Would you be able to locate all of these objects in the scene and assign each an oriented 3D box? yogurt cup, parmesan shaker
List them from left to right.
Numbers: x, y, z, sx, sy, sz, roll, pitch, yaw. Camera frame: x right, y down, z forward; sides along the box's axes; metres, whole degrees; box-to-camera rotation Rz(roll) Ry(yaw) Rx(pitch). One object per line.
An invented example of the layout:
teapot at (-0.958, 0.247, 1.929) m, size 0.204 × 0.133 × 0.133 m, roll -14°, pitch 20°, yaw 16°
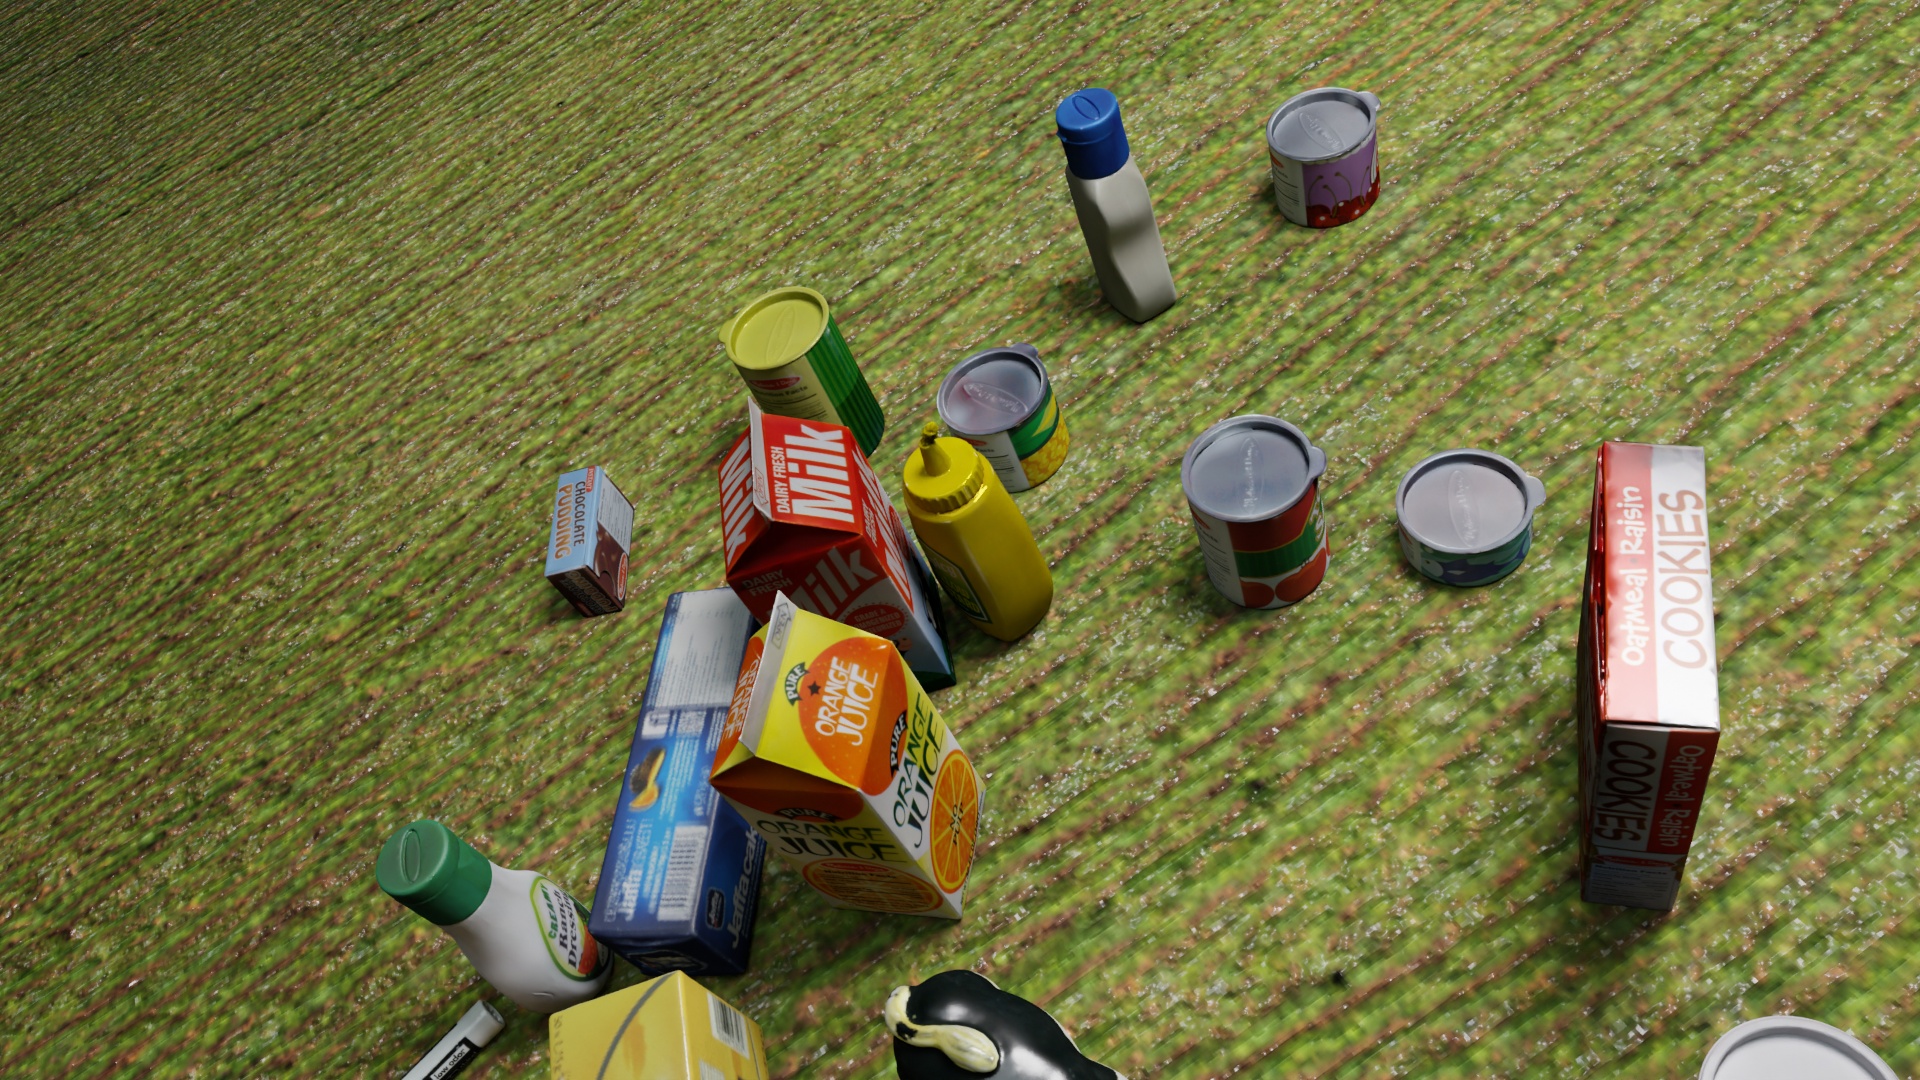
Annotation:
parmesan shaker at (-0.096, -0.097, 0.857) m, size 0.071 × 0.102 × 0.071 m, roll -10°, pitch 52°, yaw 14°
yogurt cup at (0.305, 0.215, 0.507) m, size 0.072 × 0.053 × 0.073 m, roll -10°, pitch 52°, yaw 13°

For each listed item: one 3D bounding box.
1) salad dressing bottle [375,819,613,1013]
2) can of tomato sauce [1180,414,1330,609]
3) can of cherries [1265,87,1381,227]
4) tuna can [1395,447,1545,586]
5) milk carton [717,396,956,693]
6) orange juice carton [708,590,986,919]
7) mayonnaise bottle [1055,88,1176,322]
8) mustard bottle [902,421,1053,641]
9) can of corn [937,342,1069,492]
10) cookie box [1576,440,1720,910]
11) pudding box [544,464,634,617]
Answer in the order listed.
salad dressing bottle at (-0.221, 0.181, 0.668) m, size 0.044 × 0.147 × 0.064 m, roll -24°, pitch 50°, yaw 3°
can of tomato sauce at (0.155, -0.014, 0.715) m, size 0.071 × 0.082 × 0.071 m, roll -10°, pitch 52°, yaw 14°
can of cherries at (0.231, -0.240, 0.871) m, size 0.071 × 0.058 × 0.072 m, roll -10°, pitch 52°, yaw 13°
tuna can at (0.259, -0.012, 0.707) m, size 0.071 × 0.032 × 0.071 m, roll -10°, pitch 52°, yaw 13°
milk carton at (-0.068, 0.010, 0.710) m, size 0.073 × 0.189 × 0.073 m, roll -18°, pitch 51°, yaw 8°
orange juice carton at (-0.053, 0.103, 0.634) m, size 0.073 × 0.192 × 0.072 m, roll -1°, pitch 55°, yaw 20°
mayonnaise bottle at (0.092, -0.201, 0.836) m, size 0.041 × 0.147 × 0.065 m, roll -30°, pitch 50°, yaw -2°
mustard bottle at (0.003, -0.009, 0.718) m, size 0.049 × 0.159 × 0.065 m, roll -44°, pitch 52°, yaw -13°
can of corn at (0.028, -0.073, 0.822) m, size 0.071 × 0.058 × 0.071 m, roll -10°, pitch 52°, yaw 13°
cookie box at (0.273, 0.059, 0.562) m, size 0.040 × 0.166 × 0.123 m, roll 1°, pitch 56°, yaw 22°
pudding box at (-0.231, 0.000, 0.870) m, size 0.030 × 0.049 × 0.084 m, roll -14°, pitch 51°, yaw 11°
